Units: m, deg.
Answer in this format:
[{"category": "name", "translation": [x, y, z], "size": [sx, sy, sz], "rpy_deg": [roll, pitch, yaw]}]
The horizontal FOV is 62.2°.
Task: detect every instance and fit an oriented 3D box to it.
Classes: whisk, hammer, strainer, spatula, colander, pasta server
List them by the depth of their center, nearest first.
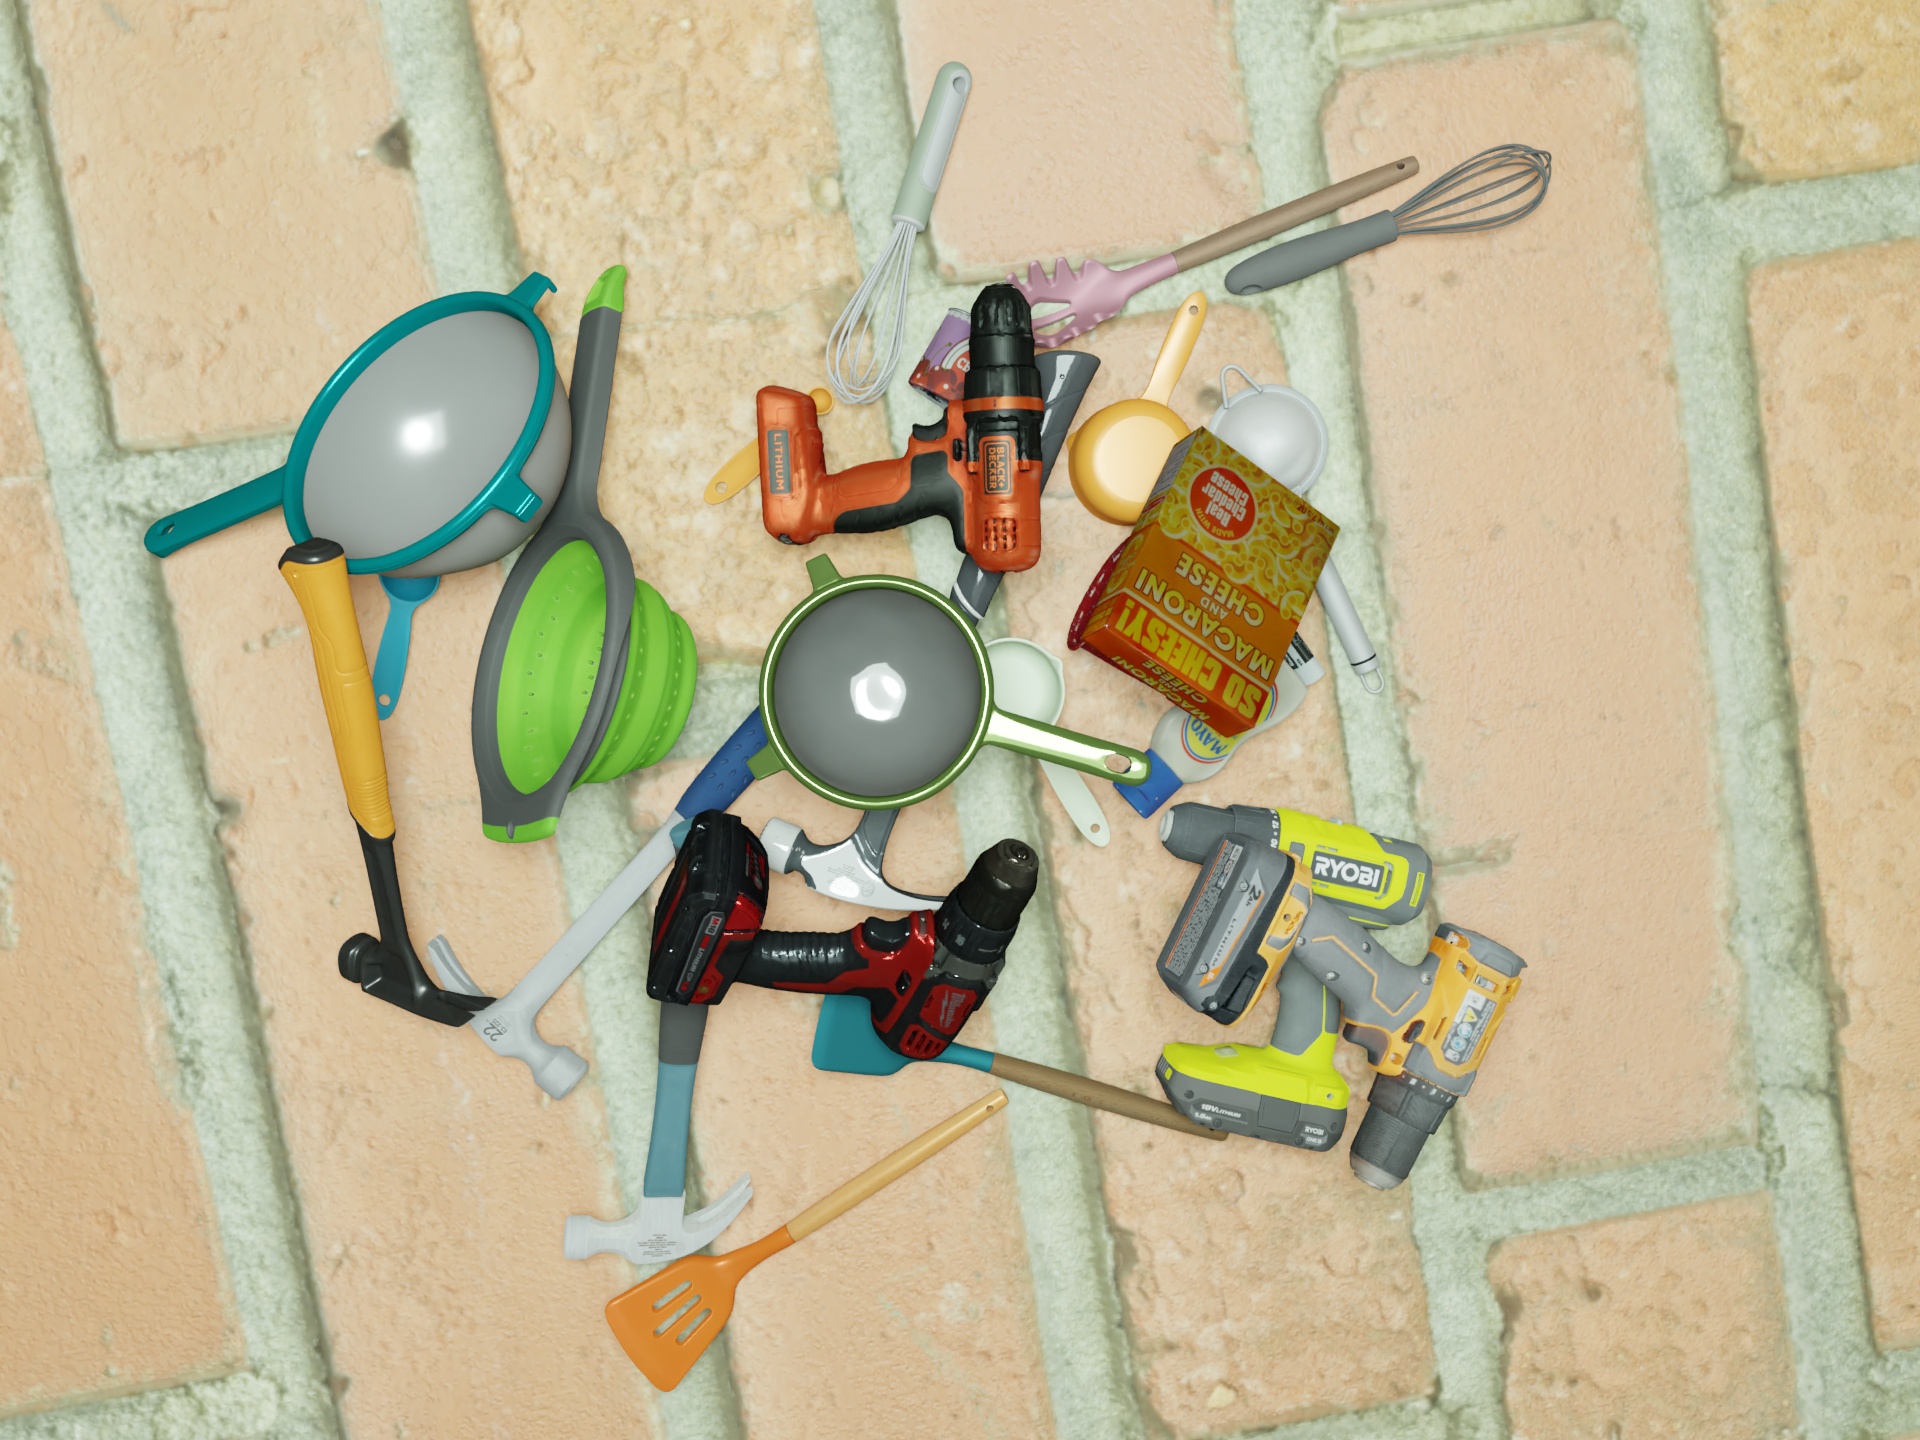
[{"category": "hammer", "translation": [-0.378, 0.045, 1.023], "size": [0.127, 0.034, 0.336], "rpy_deg": [15, 121, 28]}, {"category": "strainer", "translation": [-0.002, -0.003, 1.036], "size": [0.256, 0.069, 0.151], "rpy_deg": [16, 91, 2]}, {"category": "strainer", "translation": [-0.388, -0.152, 1.063], "size": [0.340, 0.095, 0.211], "rpy_deg": [-16, 59, 20]}, {"category": "colander", "translation": [-0.232, -0.109, 1.074], "size": [0.094, 0.204, 0.397], "rpy_deg": [14, 77, -38]}, {"category": "hammer", "translation": [0.002, -0.061, 1.084], "size": [0.149, 0.036, 0.409], "rpy_deg": [23, 94, 2]}, {"category": "whisk", "translation": [-0.038, -0.333, 1.089], "size": [0.057, 0.059, 0.246], "rpy_deg": [18, 90, -41]}, {"category": "pasta server", "translation": [0.174, -0.331, 1.105], "size": [0.316, 0.040, 0.060], "rpy_deg": [-23, 81, -2]}, {"category": "whisk", "translation": [0.298, -0.344, 1.109], "size": [0.239, 0.055, 0.055], "rpy_deg": [-19, 96, 4]}, {"category": "hammer", "translation": [-0.197, 0.225, 1.112], "size": [0.128, 0.033, 0.331], "rpy_deg": [5, 101, -15]}, {"category": "hammer", "translation": [-0.203, 0.074, 1.121], "size": [0.144, 0.035, 0.405], "rpy_deg": [42, 92, -6]}, {"category": "strainer", "translation": [0.246, -0.134, 1.127], "size": [0.087, 0.050, 0.258], "rpy_deg": [-26, 99, 9]}, {"category": "spatula", "translation": [0.049, 0.255, 1.147], "size": [0.317, 0.044, 0.082], "rpy_deg": [18, 67, -6]}, {"category": "spatula", "translation": [-0.102, 0.362, 1.151], "size": [0.322, 0.041, 0.081], "rpy_deg": [-33, 98, -1]}]

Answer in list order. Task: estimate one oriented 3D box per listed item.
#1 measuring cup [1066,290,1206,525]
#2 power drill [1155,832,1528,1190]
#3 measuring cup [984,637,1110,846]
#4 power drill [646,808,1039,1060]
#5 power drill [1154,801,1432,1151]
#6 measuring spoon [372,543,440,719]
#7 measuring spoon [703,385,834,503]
[{"category": "measuring cup", "translation": [0.137, -0.219, 1.104], "size": [0.095, 0.052, 0.173], "rpy_deg": [22, 96, -5]}, {"category": "power drill", "translation": [0.247, 0.195, 1.064], "size": [0.226, 0.084, 0.185], "rpy_deg": [26, 89, -10]}, {"category": "measuring cup", "translation": [0.058, 0.016, 1.131], "size": [0.083, 0.038, 0.167], "rpy_deg": [-32, 98, 0]}, {"category": "power drill", "translation": [-0.073, 0.130, 1.033], "size": [0.226, 0.080, 0.187], "rpy_deg": [16, 126, -18]}, {"category": "power drill", "translation": [0.216, 0.174, 1.134], "size": [0.190, 0.080, 0.228], "rpy_deg": [13, 91, -5]}, {"category": "measuring spoon", "translation": [-0.391, -0.062, 1.112], "size": [0.042, 0.021, 0.128], "rpy_deg": [15, 103, -5]}, {"category": "measuring spoon", "translation": [-0.135, -0.192, 1.116], "size": [0.117, 0.011, 0.021], "rpy_deg": [-41, 96, 5]}]
